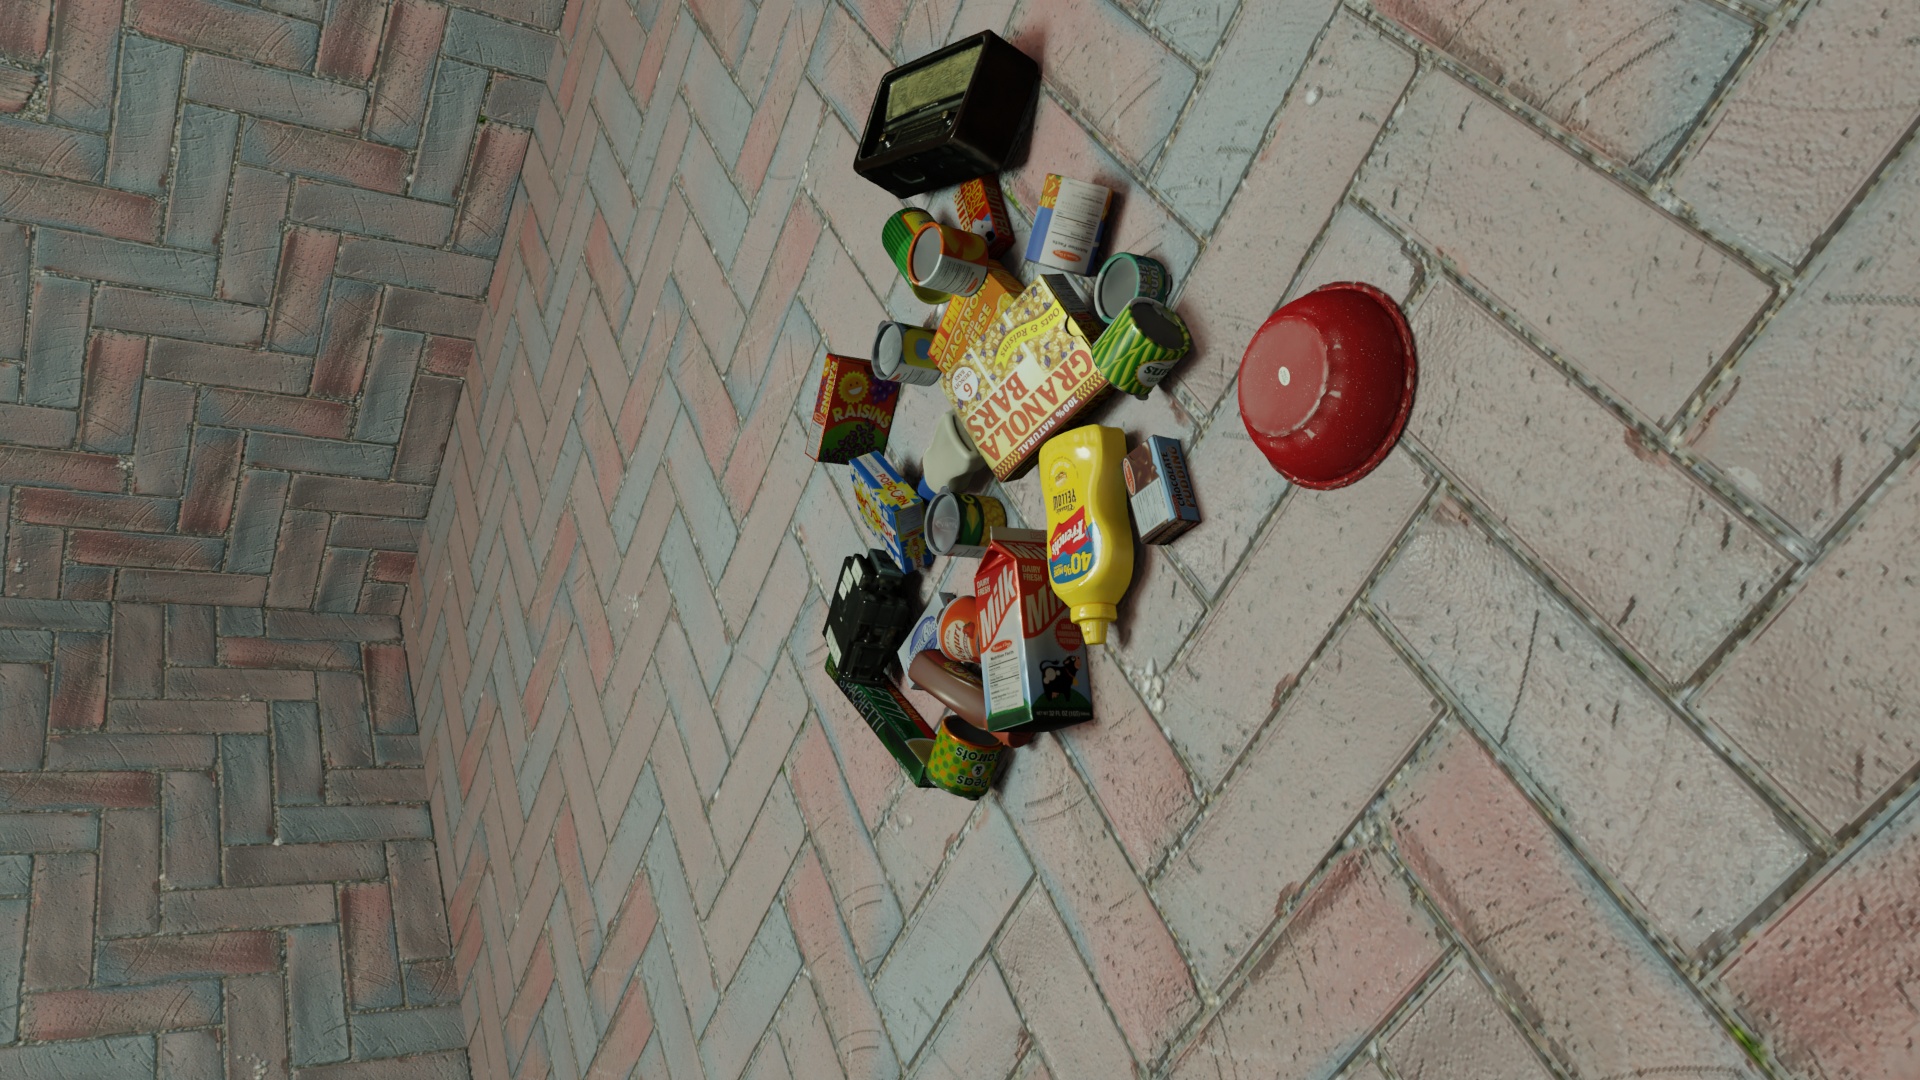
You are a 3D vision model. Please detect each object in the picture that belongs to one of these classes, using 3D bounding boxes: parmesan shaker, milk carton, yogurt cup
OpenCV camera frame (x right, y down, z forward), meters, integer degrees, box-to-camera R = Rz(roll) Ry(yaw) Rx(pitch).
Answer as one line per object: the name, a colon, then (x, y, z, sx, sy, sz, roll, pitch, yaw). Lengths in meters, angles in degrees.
parmesan shaker: (-0.042, -0.315, 1.526, 0.071, 0.071, 0.103, -62, 39, 30)
milk carton: (0.065, 0.080, 1.299, 0.073, 0.072, 0.191, -27, 64, 52)
yogurt cup: (0.019, 0.092, 1.377, 0.054, 0.072, 0.072, 12, 95, 49)

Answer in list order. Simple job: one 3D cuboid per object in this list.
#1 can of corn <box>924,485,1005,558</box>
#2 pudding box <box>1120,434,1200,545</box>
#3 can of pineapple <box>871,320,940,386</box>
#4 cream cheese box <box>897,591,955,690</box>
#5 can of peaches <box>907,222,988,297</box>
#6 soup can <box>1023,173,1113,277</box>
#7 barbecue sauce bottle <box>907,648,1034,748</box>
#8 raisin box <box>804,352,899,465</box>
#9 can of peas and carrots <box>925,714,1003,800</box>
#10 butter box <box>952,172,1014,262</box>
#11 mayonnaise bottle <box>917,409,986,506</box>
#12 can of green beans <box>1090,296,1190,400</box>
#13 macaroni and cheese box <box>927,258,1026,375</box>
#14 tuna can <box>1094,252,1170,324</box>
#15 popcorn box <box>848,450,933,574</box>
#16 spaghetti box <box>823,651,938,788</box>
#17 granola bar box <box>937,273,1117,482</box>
can of corn: (0.005, -0.018, 1.418, 0.071, 0.058, 0.071, -13, 74, 56)
pudding box: (0.171, -0.043, 1.194, 0.049, 0.030, 0.084, -42, 52, 47)
can of pineapple: (-0.058, -0.209, 1.546, 0.071, 0.058, 0.071, -13, 74, 55)
cream cheese box: (-0.030, 0.108, 1.483, 0.103, 0.024, 0.053, -57, 40, 35)
can of peaches: (-0.014, -0.288, 1.416, 0.071, 0.058, 0.071, -14, 73, 54)
soup can: (0.102, -0.297, 1.310, 0.071, 0.071, 0.083, 33, 112, 54)
barbecue sauce bottle: (0.014, 0.157, 1.378, 0.149, 0.065, 0.043, 31, 99, 45)
raisin box: (-0.124, -0.150, 1.612, 0.040, 0.086, 0.123, 33, 112, 56)
can of peas and carrots: (0.005, 0.214, 1.373, 0.071, 0.071, 0.058, 39, 117, 52)
butter box: (0.024, -0.342, 1.473, 0.053, 0.024, 0.104, -43, 51, 45)
mayonnaise bottle: (-0.010, -0.080, 1.434, 0.065, 0.041, 0.147, 65, 157, 15)
can of green beans: (0.156, -0.168, 1.204, 0.057, 0.071, 0.071, -49, 47, 41)
macaroni and cheese box: (0.037, -0.198, 1.416, 0.167, 0.040, 0.123, 55, 129, 45)
tuna can: (0.154, -0.225, 1.247, 0.071, 0.033, 0.071, -13, 75, 56)
popcorn box: (-0.078, -0.033, 1.534, 0.127, 0.038, 0.084, 48, 153, 49)
spaghetti box: (-0.078, 0.191, 1.521, 0.251, 0.050, 0.028, 43, 118, 51)
granola bar box: (0.066, -0.152, 1.310, 0.164, 0.039, 0.124, -43, 71, 36)
